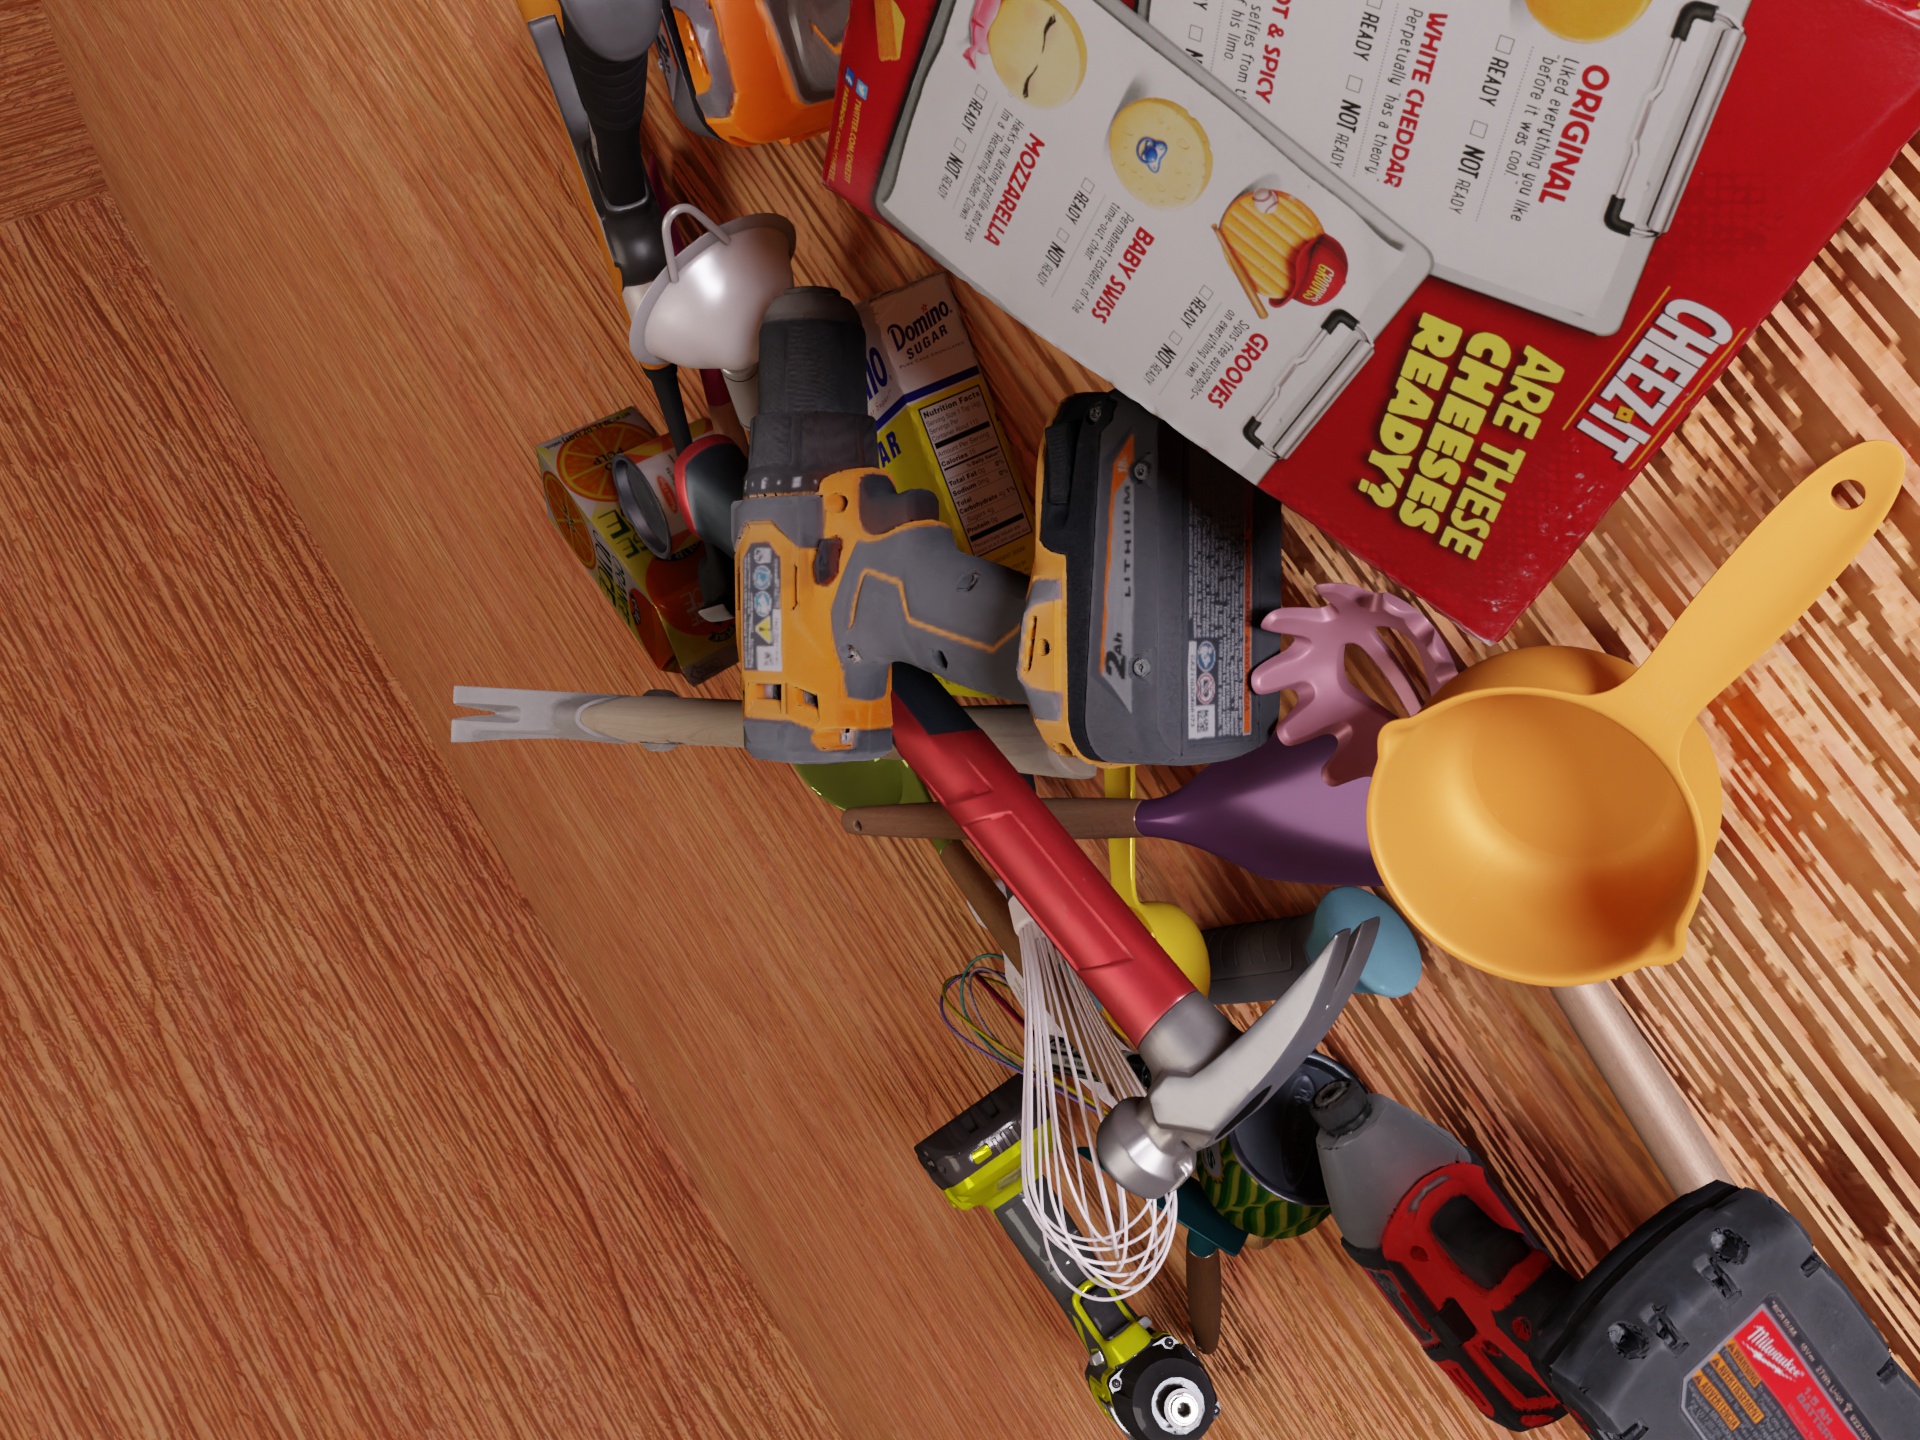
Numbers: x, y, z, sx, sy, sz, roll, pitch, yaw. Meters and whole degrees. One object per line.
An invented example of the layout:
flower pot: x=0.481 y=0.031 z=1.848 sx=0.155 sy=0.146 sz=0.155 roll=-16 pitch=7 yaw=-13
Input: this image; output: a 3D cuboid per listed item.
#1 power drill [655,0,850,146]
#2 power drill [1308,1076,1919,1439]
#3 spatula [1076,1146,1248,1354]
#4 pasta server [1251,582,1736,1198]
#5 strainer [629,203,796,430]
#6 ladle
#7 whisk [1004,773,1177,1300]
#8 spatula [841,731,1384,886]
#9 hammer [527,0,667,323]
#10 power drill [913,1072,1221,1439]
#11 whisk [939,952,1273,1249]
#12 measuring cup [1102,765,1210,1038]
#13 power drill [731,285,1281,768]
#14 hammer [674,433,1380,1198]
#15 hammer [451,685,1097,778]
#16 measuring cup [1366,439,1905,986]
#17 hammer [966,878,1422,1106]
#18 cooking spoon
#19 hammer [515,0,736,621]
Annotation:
power drill: x=-0.023 y=-0.258 z=0.497 sx=0.227 sy=0.084 sz=0.164 roll=26 pitch=139 yaw=46
power drill: x=0.194 y=0.190 z=0.520 sx=0.143 sy=0.078 sz=0.219 roll=53 pitch=170 yaw=-4
spatula: x=0.116 y=0.283 z=0.813 sx=0.082 sy=0.044 sz=0.317 roll=28 pitch=153 yaw=27
pasta server: x=0.195 y=0.091 z=0.499 sx=0.060 sy=0.040 sz=0.316 roll=-33 pitch=88 yaw=38
strainer: x=-0.101 y=-0.169 z=0.735 sx=0.050 sy=0.087 sz=0.258 roll=52 pitch=176 yaw=1
ladle: x=-0.003 y=0.087 z=0.810 sx=0.320 sy=0.062 sz=0.078 roll=50 pitch=151 yaw=45
whisk: x=0.041 y=0.114 z=0.710 sx=0.070 sy=0.070 sz=0.285 roll=96 pitch=165 yaw=-53
spatula: x=0.055 y=0.038 z=0.648 sx=0.316 sy=0.018 sz=0.059 roll=-5 pitch=103 yaw=47
hammer: x=-0.137 y=-0.244 z=0.615 sx=0.335 sy=0.035 sz=0.146 roll=-150 pitch=41 yaw=-77
power drill: x=0.067 y=0.325 z=0.947 sx=0.223 sy=0.080 sz=0.171 roll=54 pitch=168 yaw=11
whisk: x=0.077 y=0.202 z=0.867 sx=0.245 sy=0.051 sz=0.047 roll=34 pitch=180 yaw=39
measuring cup: x=0.079 y=0.054 z=0.666 sx=0.062 sy=0.029 sz=0.156 roll=163 pitch=107 yaw=-64
power drill: x=0.000 y=-0.072 z=0.572 sx=0.226 sy=0.084 sz=0.185 roll=3 pitch=95 yaw=44
hammer: x=-0.001 y=-0.002 z=0.652 sx=0.387 sy=0.038 sz=0.143 roll=50 pitch=124 yaw=26
hammer: x=-0.101 y=0.003 z=0.806 sx=0.411 sy=0.146 sz=0.038 roll=2 pitch=90 yaw=45
measuring cup: x=0.180 y=-0.007 z=0.416 sx=0.095 sy=0.052 sz=0.173 roll=40 pitch=126 yaw=13
hammer: x=0.097 y=0.114 z=0.728 sx=0.128 sy=0.033 sz=0.331 roll=61 pitch=157 yaw=1
cooking spoon: x=-0.127 y=-0.155 z=0.883 sx=0.069 sy=0.017 sz=0.318 roll=-116 pitch=10 yaw=-50
hammer: x=-0.166 y=-0.215 z=0.827 sx=0.127 sy=0.034 sz=0.336 roll=-135 pitch=28 yaw=-76
